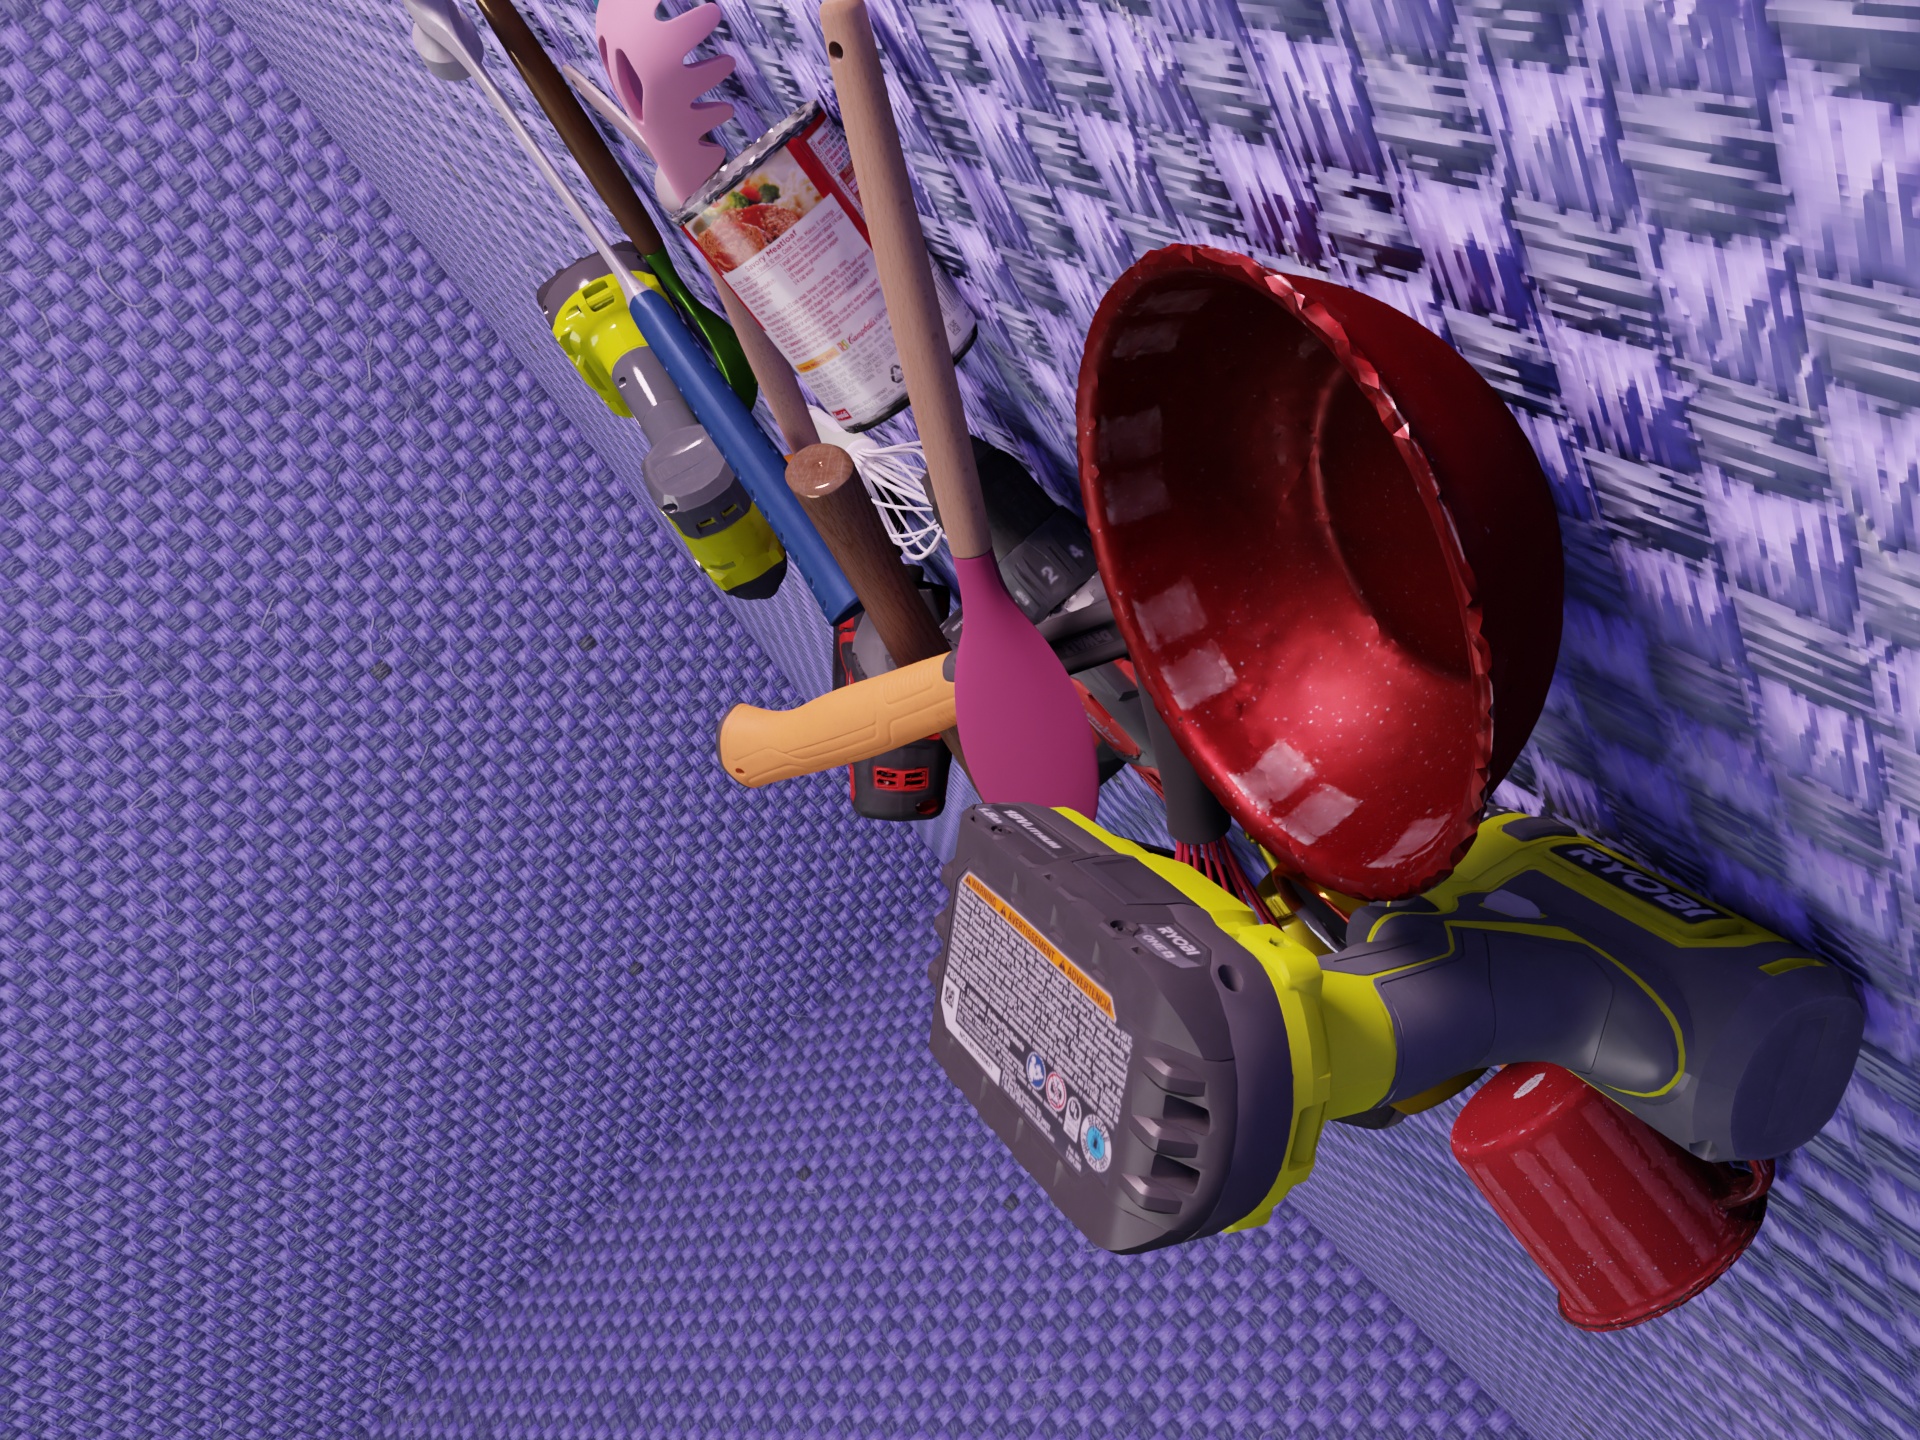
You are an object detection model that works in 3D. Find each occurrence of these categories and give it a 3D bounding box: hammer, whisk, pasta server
[{"bbox_3d":[-0.001,-0.002,0.767,0.130,0.031,0.331,36,163,42],"label":"hammer"},{"bbox_3d":[-0.169,-0.222,0.806,0.405,0.035,0.144,55,175,2],"label":"hammer"},{"bbox_3d":[0.002,-0.009,0.668,0.337,0.034,0.127,-16,121,49],"label":"hammer"},{"bbox_3d":[-0.050,-0.140,0.865,0.057,0.059,0.247,7,-162,-25],"label":"whisk"},{"bbox_3d":[0.091,0.053,0.589,0.073,0.073,0.295,39,150,49],"label":"whisk"},{"bbox_3d":[-0.095,-0.200,0.714,0.060,0.040,0.316,44,168,27],"label":"pasta server"}]

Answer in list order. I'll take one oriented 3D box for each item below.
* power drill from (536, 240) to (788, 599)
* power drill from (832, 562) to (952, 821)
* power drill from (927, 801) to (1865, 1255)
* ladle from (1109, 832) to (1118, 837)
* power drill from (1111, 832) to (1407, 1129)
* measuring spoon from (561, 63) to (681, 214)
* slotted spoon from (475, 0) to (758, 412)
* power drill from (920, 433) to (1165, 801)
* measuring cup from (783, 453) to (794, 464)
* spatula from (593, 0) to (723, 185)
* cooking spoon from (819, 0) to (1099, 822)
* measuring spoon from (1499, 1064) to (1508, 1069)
[{"bbox_3d":[-0.186,-0.187,1.045,0.223,0.080,0.171,60,178,23],"label":"power drill"},{"bbox_3d":[-0.039,-0.029,0.968,0.220,0.078,0.143,-116,27,-80],"label":"power drill"},{"bbox_3d":[0.110,0.066,0.465,0.191,0.228,0.080,36,123,56],"label":"power drill"},{"bbox_3d":[0.121,0.091,0.768,0.315,0.031,0.069,30,-168,-41],"label":"ladle"},{"bbox_3d":[0.142,0.150,0.901,0.185,0.084,0.226,15,-164,-9],"label":"power drill"},{"bbox_3d":[-0.173,-0.298,0.821,0.124,0.018,0.034,47,174,18],"label":"measuring spoon"},{"bbox_3d":[-0.188,-0.290,0.909,0.313,0.031,0.070,57,-174,-49],"label":"slotted spoon"},{"bbox_3d":[0.040,-0.039,0.755,0.188,0.080,0.227,48,170,-4],"label":"power drill"},{"bbox_3d":[-0.095,-0.128,1.167,0.095,0.052,0.173,43,173,34],"label":"measuring cup"},{"bbox_3d":[-0.144,-0.273,0.680,0.082,0.044,0.317,39,171,29],"label":"spatula"},{"bbox_3d":[-0.002,-0.082,0.554,0.069,0.017,0.318,13,130,39],"label":"cooking spoon"},{"bbox_3d":[0.276,0.181,0.800,0.117,0.011,0.021,47,173,3],"label":"measuring spoon"}]
